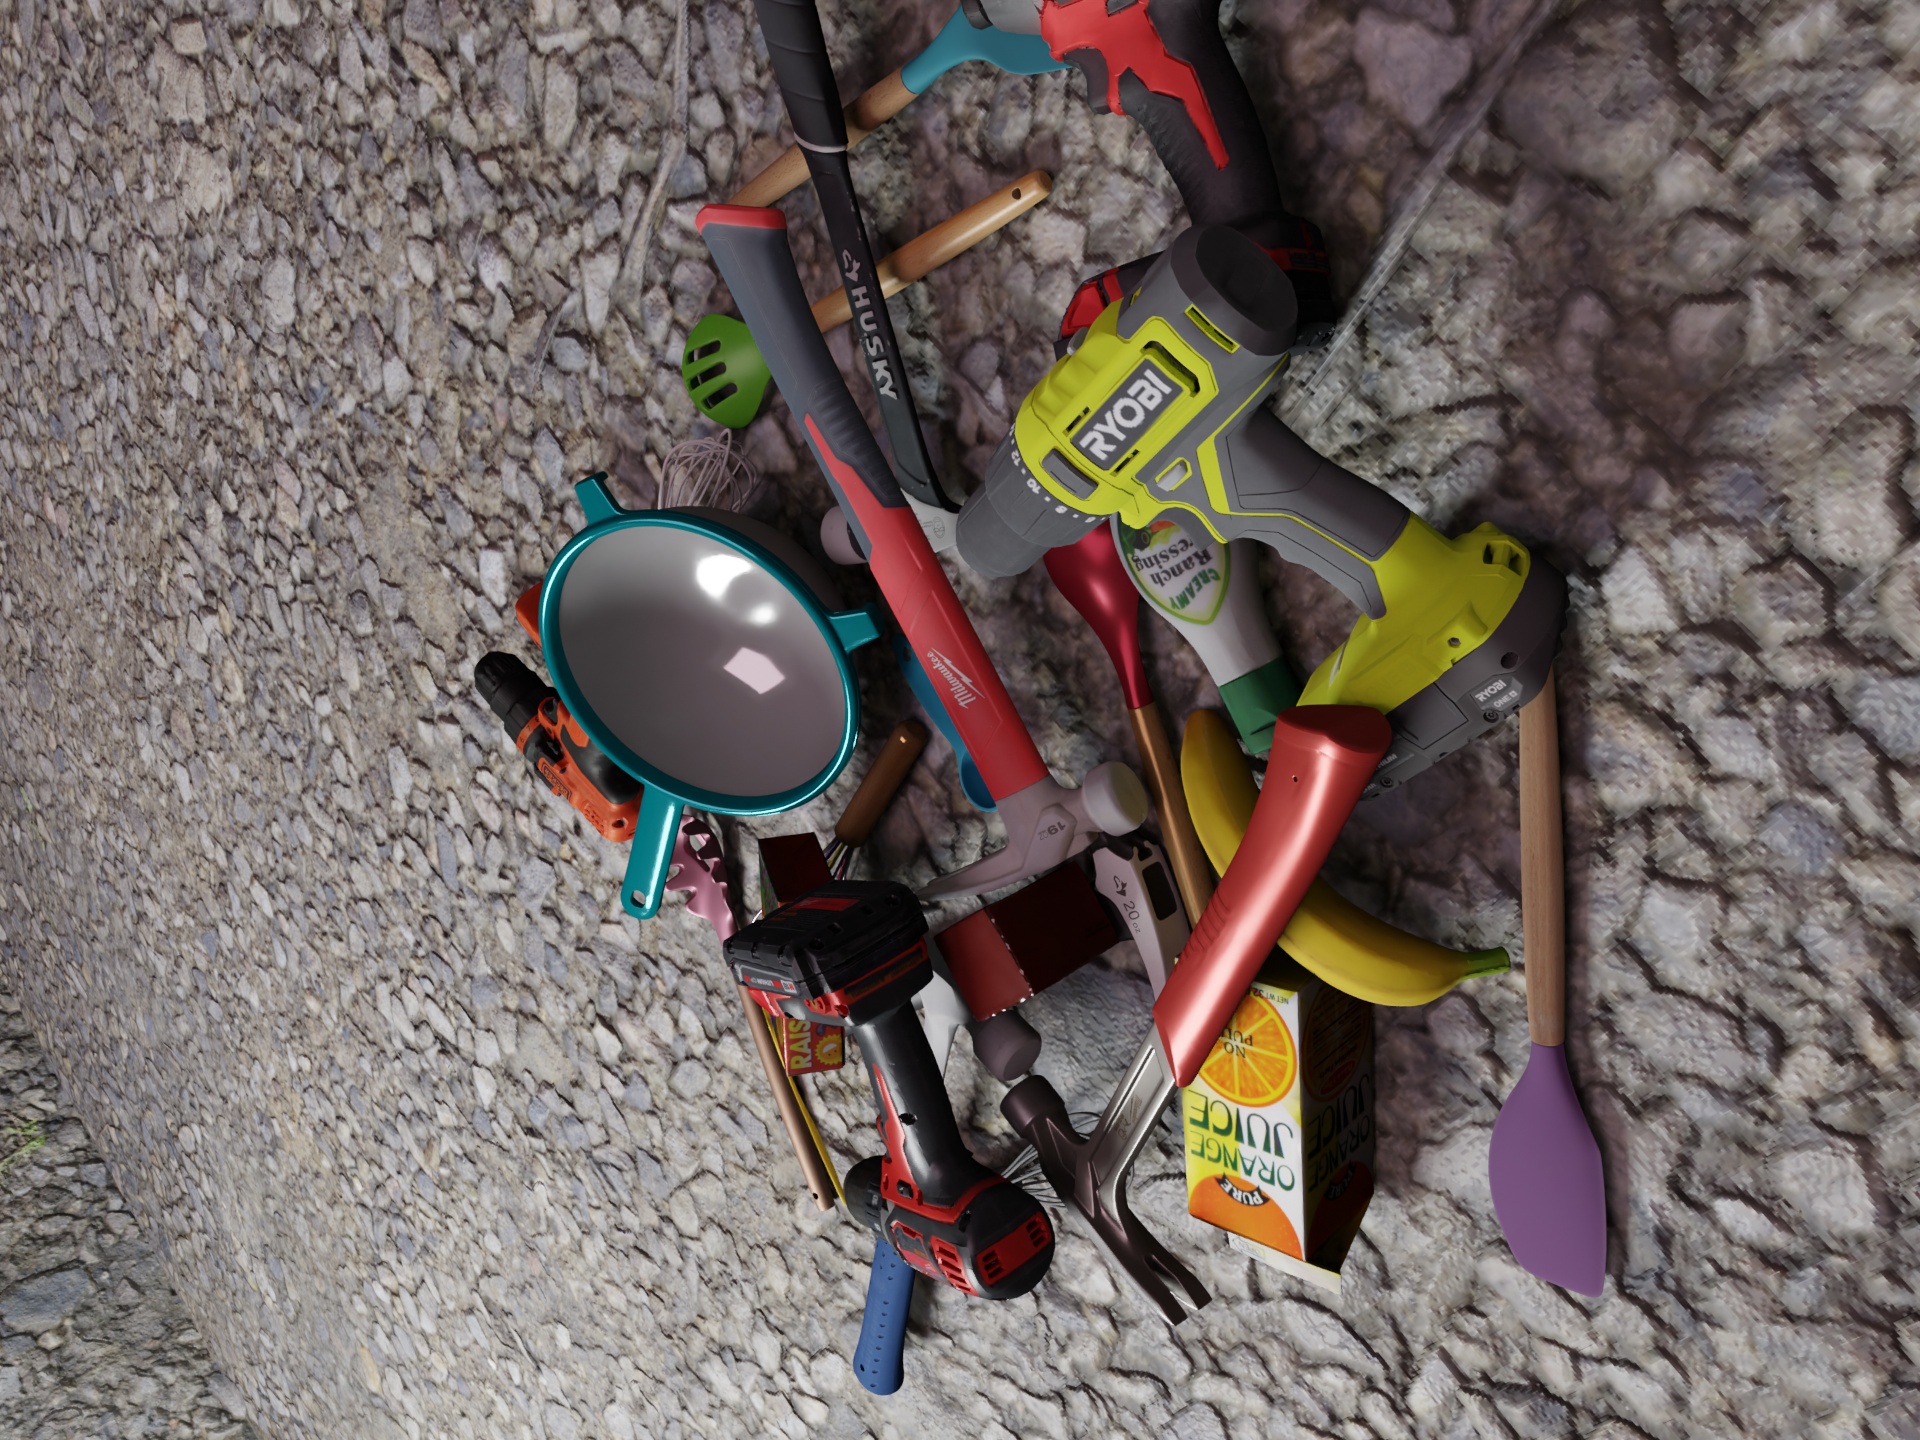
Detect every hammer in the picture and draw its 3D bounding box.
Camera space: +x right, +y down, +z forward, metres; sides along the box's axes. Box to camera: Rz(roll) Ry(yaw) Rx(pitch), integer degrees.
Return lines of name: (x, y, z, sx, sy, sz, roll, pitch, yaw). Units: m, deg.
hammer: (-0.064, -0.281, 0.824, 0.149, 0.036, 0.408, -2, 111, 41)
hammer: (0.009, 0.153, 0.969, 0.335, 0.035, 0.146, -30, 84, 46)
hammer: (-0.036, 0.298, 1.020, 0.144, 0.035, 0.405, 39, 135, 35)
hammer: (-0.049, -0.091, 0.844, 0.143, 0.038, 0.386, -27, 92, 30)
hammer: (0.118, 0.137, 0.746, 0.149, 0.036, 0.358, 47, 137, 29)

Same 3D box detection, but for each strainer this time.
strainer: (-0.162, -0.006, 1.017, 0.211, 0.095, 0.340, 26, 131, 5)

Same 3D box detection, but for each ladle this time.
ladle: (0.102, 0.016, 0.835, 0.069, 0.031, 0.315, -11, 100, 43)

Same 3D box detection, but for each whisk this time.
whisk: (0.031, 0.293, 0.998, 0.239, 0.055, 0.055, -39, 78, 49)
whisk: (-0.080, 0.091, 1.023, 0.051, 0.047, 0.245, 48, 129, 20)
whisk: (-0.195, -0.105, 1.054, 0.246, 0.057, 0.059, -50, 30, 47)

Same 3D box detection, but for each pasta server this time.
pasta server: (-0.153, 0.209, 1.141, 0.060, 0.040, 0.316, -14, 97, 41)

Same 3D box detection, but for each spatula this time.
spatula: (0.265, 0.122, 0.726, 0.060, 0.018, 0.315, 11, 114, 47)
spatula: (-0.032, -0.323, 0.831, 0.317, 0.044, 0.082, -12, 100, 50)

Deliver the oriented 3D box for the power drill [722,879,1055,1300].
power drill: (-0.047, 0.207, 0.889, 0.188, 0.080, 0.226, -9, 106, 61)

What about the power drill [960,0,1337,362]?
power drill: (0.080, -0.260, 0.701, 0.143, 0.078, 0.219, -9, 97, 33)

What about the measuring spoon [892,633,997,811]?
measuring spoon: (-0.001, -0.003, 0.935, 0.129, 0.021, 0.042, 57, 135, 23)

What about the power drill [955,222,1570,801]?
power drill: (0.120, -0.072, 0.678, 0.228, 0.080, 0.190, 39, 135, -8)

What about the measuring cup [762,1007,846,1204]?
measuring cup: (-0.099, 0.252, 1.087, 0.062, 0.029, 0.157, 97, 150, -71)

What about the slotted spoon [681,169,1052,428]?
slotted spoon: (-0.067, -0.236, 0.894, 0.314, 0.031, 0.070, -16, 98, 44)
